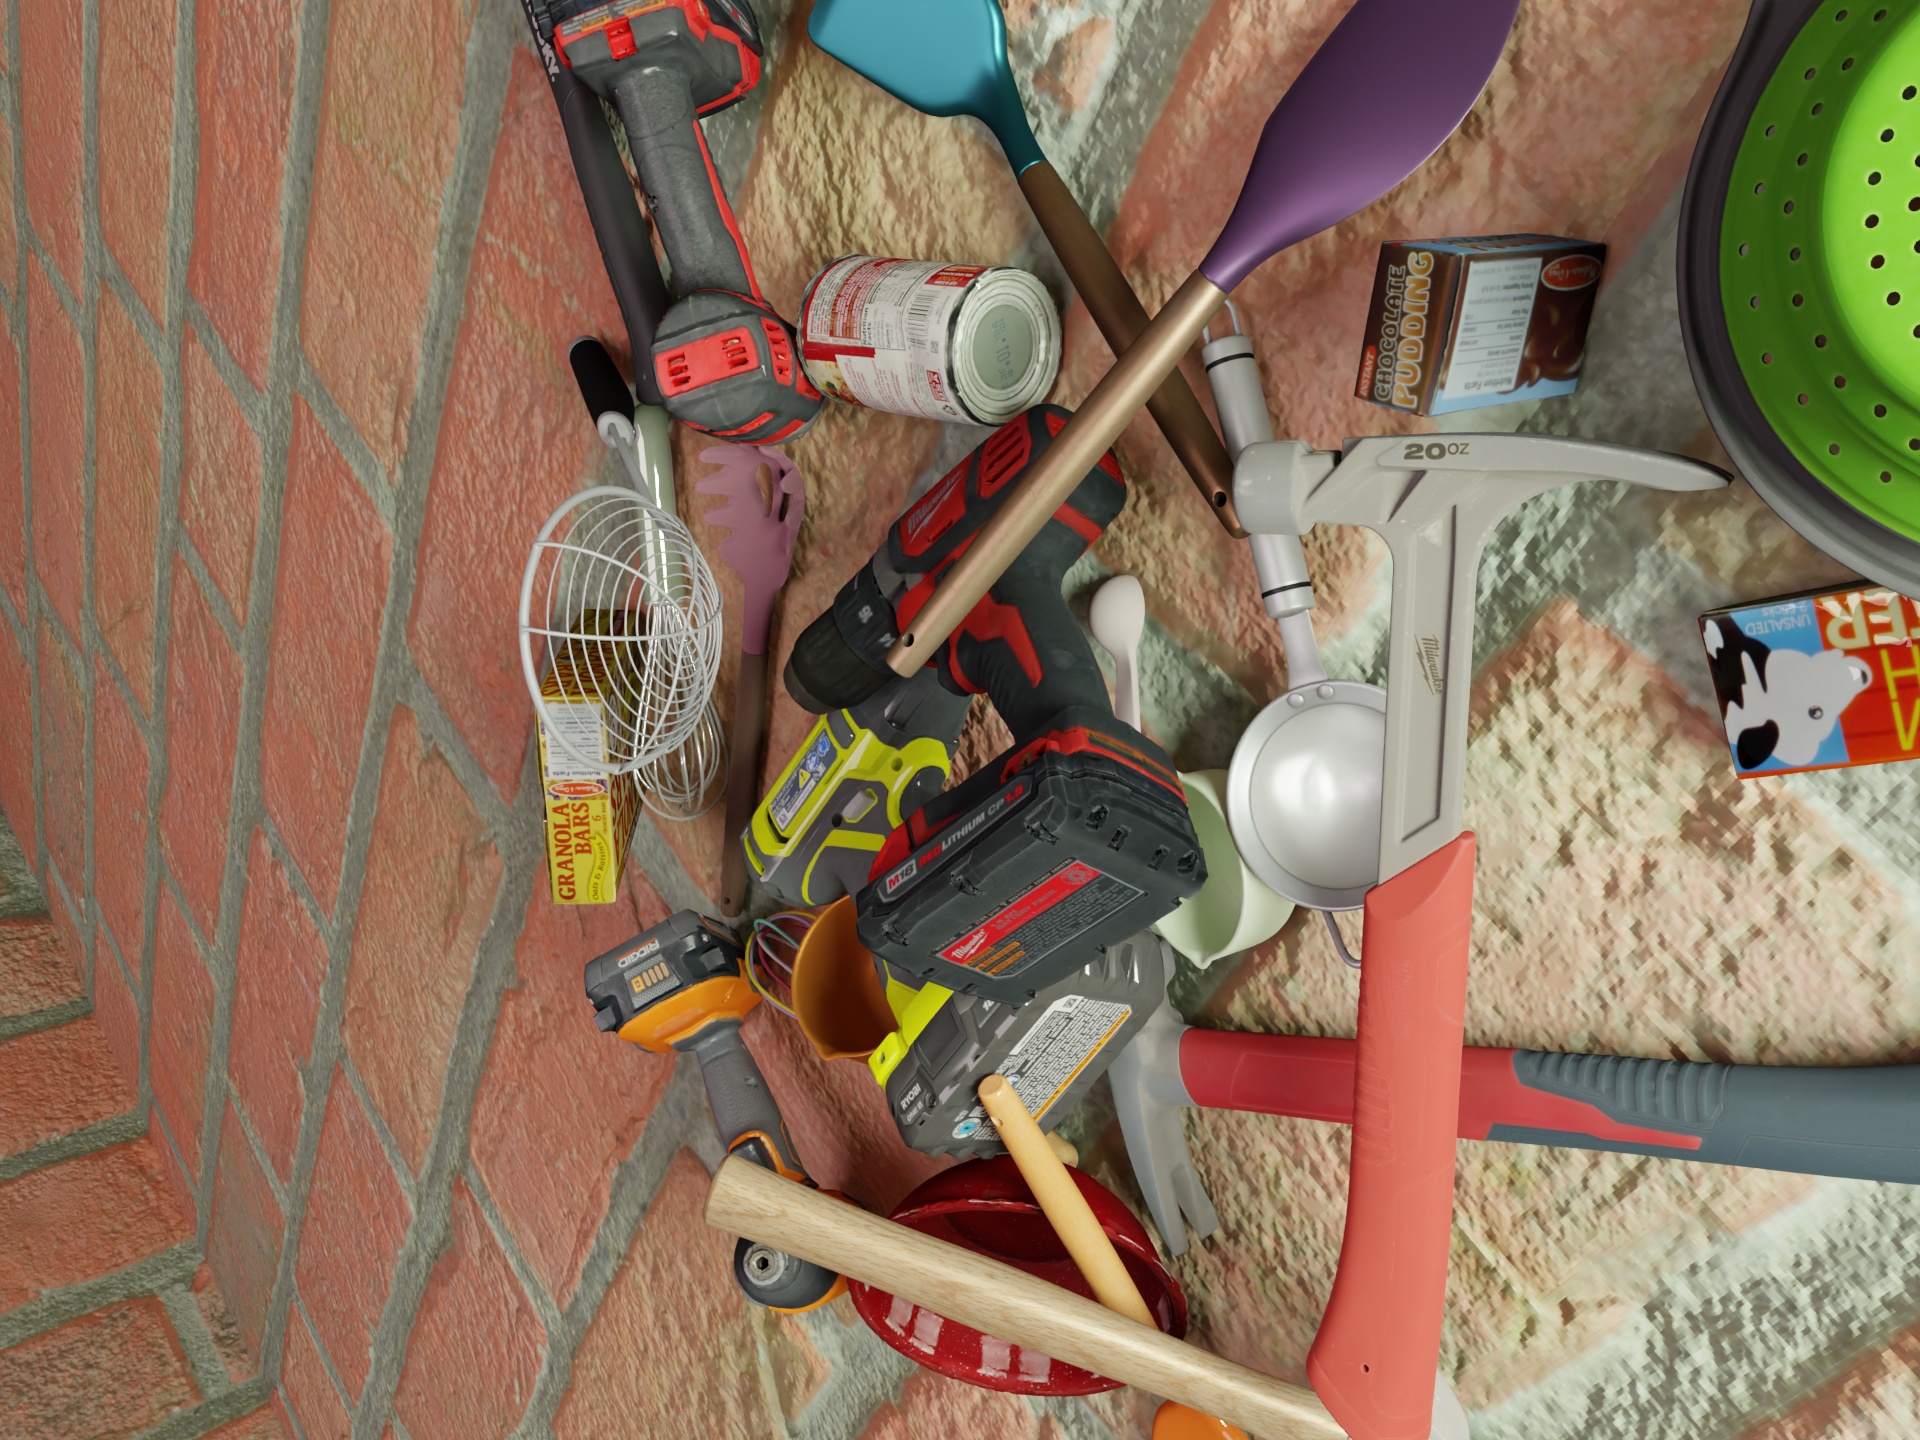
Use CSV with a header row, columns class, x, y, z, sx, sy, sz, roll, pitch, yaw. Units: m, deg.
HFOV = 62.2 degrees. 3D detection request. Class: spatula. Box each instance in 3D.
class,x,y,z,sx,sy,sz,roll,pitch,yaw
spatula,0.073,0.274,0.707,0.081,0.041,0.322,3,132,41
spatula,0.073,-0.132,0.559,0.316,0.018,0.060,-49,63,19
spatula,0.032,-0.200,0.635,0.082,0.044,0.318,-45,62,38

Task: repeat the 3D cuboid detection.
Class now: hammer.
class,x,y,z,sx,sy,sz,roll,pitch,yaw
hammer,0.049,0.253,0.662,0.331,0.031,0.130,20,126,5
hammer,0.203,0.151,0.580,0.386,0.038,0.143,-9,97,50
hammer,-0.206,-0.333,0.885,0.146,0.035,0.335,-21,87,51
hammer,0.162,0.085,0.536,0.149,0.036,0.359,6,105,28

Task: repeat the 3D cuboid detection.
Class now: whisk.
class,x,y,z,sx,sy,sz,roll,pitch,yaw
whisk,-0.032,0.169,0.857,0.245,0.047,0.051,30,136,34
whisk,-0.172,-0.062,0.933,0.058,0.059,0.246,-167,72,-65

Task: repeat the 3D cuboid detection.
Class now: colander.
class,x,y,z,sx,sy,sz,roll,pitch,yaw
colander,0.280,-0.038,0.352,0.204,0.094,0.397,-17,89,39

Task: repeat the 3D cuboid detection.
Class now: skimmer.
class,x,y,z,sx,sy,sz,roll,pitch,yaw
skimmer,-0.193,-0.111,0.814,0.127,0.090,0.364,65,176,-39

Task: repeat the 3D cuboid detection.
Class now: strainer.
class,x,y,z,sx,sy,sz,roll,pitch,yaw
strainer,0.128,-0.038,0.600,0.087,0.050,0.258,-16,85,31

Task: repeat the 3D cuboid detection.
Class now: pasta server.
class,x,y,z,sx,sy,sz,roll,pitch,yaw
pasta server,-0.123,-0.014,0.897,0.060,0.040,0.316,23,122,22

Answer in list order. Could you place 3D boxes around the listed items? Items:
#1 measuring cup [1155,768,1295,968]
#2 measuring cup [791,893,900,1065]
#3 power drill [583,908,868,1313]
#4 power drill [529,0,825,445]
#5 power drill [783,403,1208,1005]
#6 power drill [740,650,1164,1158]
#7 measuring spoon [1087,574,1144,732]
class,x,y,z,sx,sy,sz,roll,pitch,yaw
measuring cup,0.087,0.059,0.691,0.167,0.038,0.083,-6,94,64
measuring cup,-0.004,0.143,0.792,0.174,0.052,0.095,15,77,35
power drill,-0.127,0.225,0.901,0.227,0.084,0.164,61,180,15
power drill,-0.118,-0.237,0.750,0.078,0.143,0.219,-15,91,11
power drill,-0.001,-0.002,0.646,0.188,0.080,0.227,-38,42,31
power drill,-0.009,0.068,0.726,0.171,0.080,0.223,-53,45,22
measuring spoon,0.064,-0.002,0.669,0.034,0.018,0.124,152,120,-66
